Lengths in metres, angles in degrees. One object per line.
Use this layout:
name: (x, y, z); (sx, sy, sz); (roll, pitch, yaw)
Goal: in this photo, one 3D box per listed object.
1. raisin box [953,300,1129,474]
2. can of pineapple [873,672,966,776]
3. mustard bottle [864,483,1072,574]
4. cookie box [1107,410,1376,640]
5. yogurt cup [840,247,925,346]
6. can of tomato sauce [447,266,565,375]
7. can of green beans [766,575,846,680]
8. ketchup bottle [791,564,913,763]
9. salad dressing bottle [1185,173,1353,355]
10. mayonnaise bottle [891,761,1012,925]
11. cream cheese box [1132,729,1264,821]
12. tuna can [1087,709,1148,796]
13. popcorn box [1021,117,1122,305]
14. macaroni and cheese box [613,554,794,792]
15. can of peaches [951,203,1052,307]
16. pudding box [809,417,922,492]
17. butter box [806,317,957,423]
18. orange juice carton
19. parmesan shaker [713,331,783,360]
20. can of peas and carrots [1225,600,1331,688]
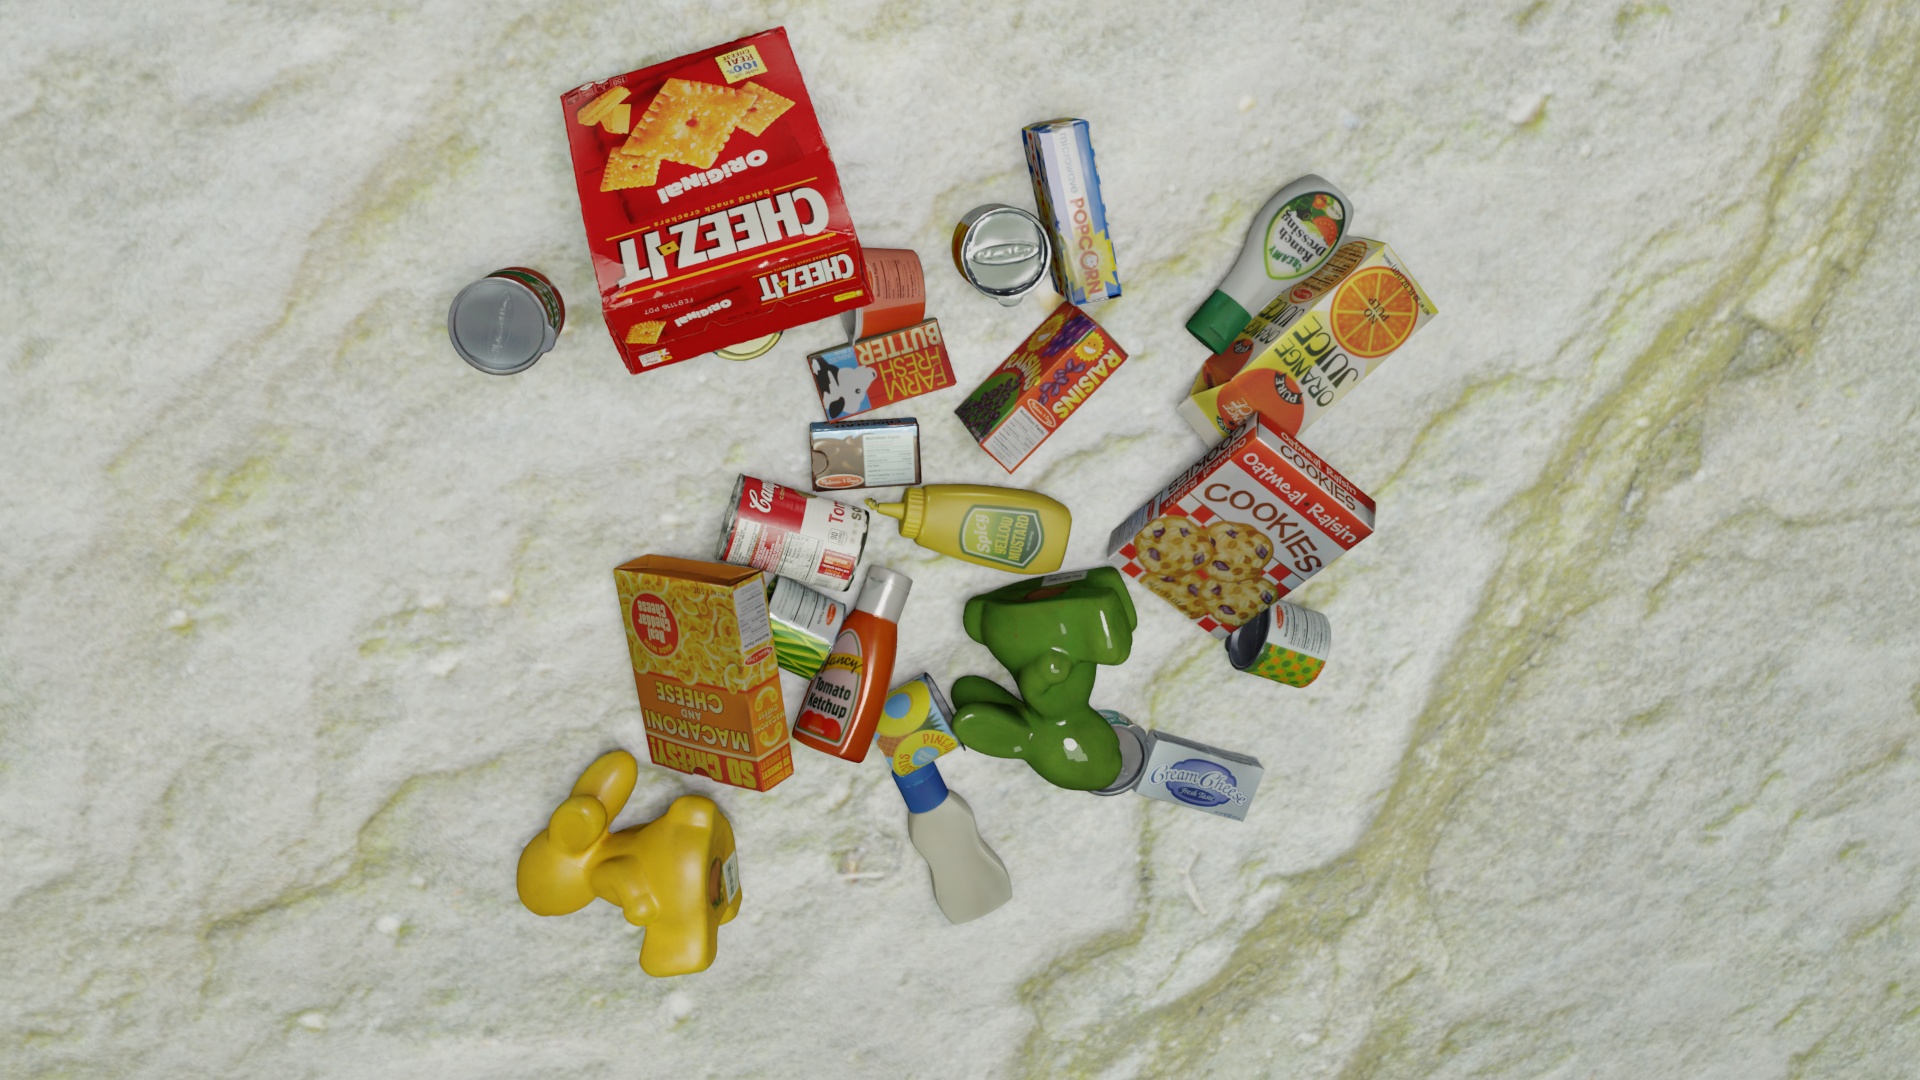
raisin box: (0.058, -0.116, 1.035); (0.123, 0.086, 0.040); (-44, 113, 6)
can of pineapple: (-0.037, 0.149, 1.109); (0.058, 0.071, 0.071); (-28, 108, 2)
mustard bottle: (0.004, -0.014, 1.077); (0.160, 0.049, 0.065); (8, 103, -11)
cookie box: (0.216, -0.008, 1.077); (0.123, 0.040, 0.166); (35, 128, -16)
yogurt cup: (-0.058, -0.182, 1.013); (0.054, 0.072, 0.072); (-8, 108, -14)
can of tomato sauce: (-0.314, -0.155, 0.973); (0.071, 0.083, 0.071); (-2, 107, -7)
can of green beans: (-0.129, 0.067, 1.073); (0.058, 0.071, 0.071); (26, 101, -14)
ketchup bottle: (-0.079, 0.094, 1.081); (0.043, 0.065, 0.149); (29, 79, -52)
salad dressing bottle: (0.233, -0.208, 1.056); (0.064, 0.044, 0.147); (38, 98, -15)
mayonnaise bottle: (-0.011, 0.246, 1.156); (0.065, 0.041, 0.147); (-25, 107, -2)
cream cheese box: (0.201, 0.200, 1.181); (0.104, 0.024, 0.053); (17, 102, -13)
tuna can: (0.123, 0.175, 1.158); (0.071, 0.033, 0.071); (-2, 107, -7)
popcorn box: (0.080, -0.239, 1.003); (0.038, 0.085, 0.126); (-15, 108, -2)
macaroni and cheese box: (-0.195, 0.099, 1.051); (0.123, 0.040, 0.166); (6, 111, 35)
can of peaches: (0.029, -0.210, 1.019); (0.071, 0.058, 0.071); (-2, 107, -8)
pudding box: (-0.073, -0.066, 1.061); (0.084, 0.030, 0.049); (-4, 108, -7)
butter box: (-0.059, -0.129, 1.048); (0.103, 0.024, 0.053); (-17, 107, -3)
orange juice carton: (0.258, -0.141, 1.064); (0.192, 0.073, 0.071); (-42, 108, 6)
parmesan shaker: (-0.153, -0.169, 0.981); (0.071, 0.103, 0.071); (-2, 107, -7)
can of peas and carrots: (0.259, 0.083, 1.135); (0.059, 0.071, 0.070); (18, 103, -13)
